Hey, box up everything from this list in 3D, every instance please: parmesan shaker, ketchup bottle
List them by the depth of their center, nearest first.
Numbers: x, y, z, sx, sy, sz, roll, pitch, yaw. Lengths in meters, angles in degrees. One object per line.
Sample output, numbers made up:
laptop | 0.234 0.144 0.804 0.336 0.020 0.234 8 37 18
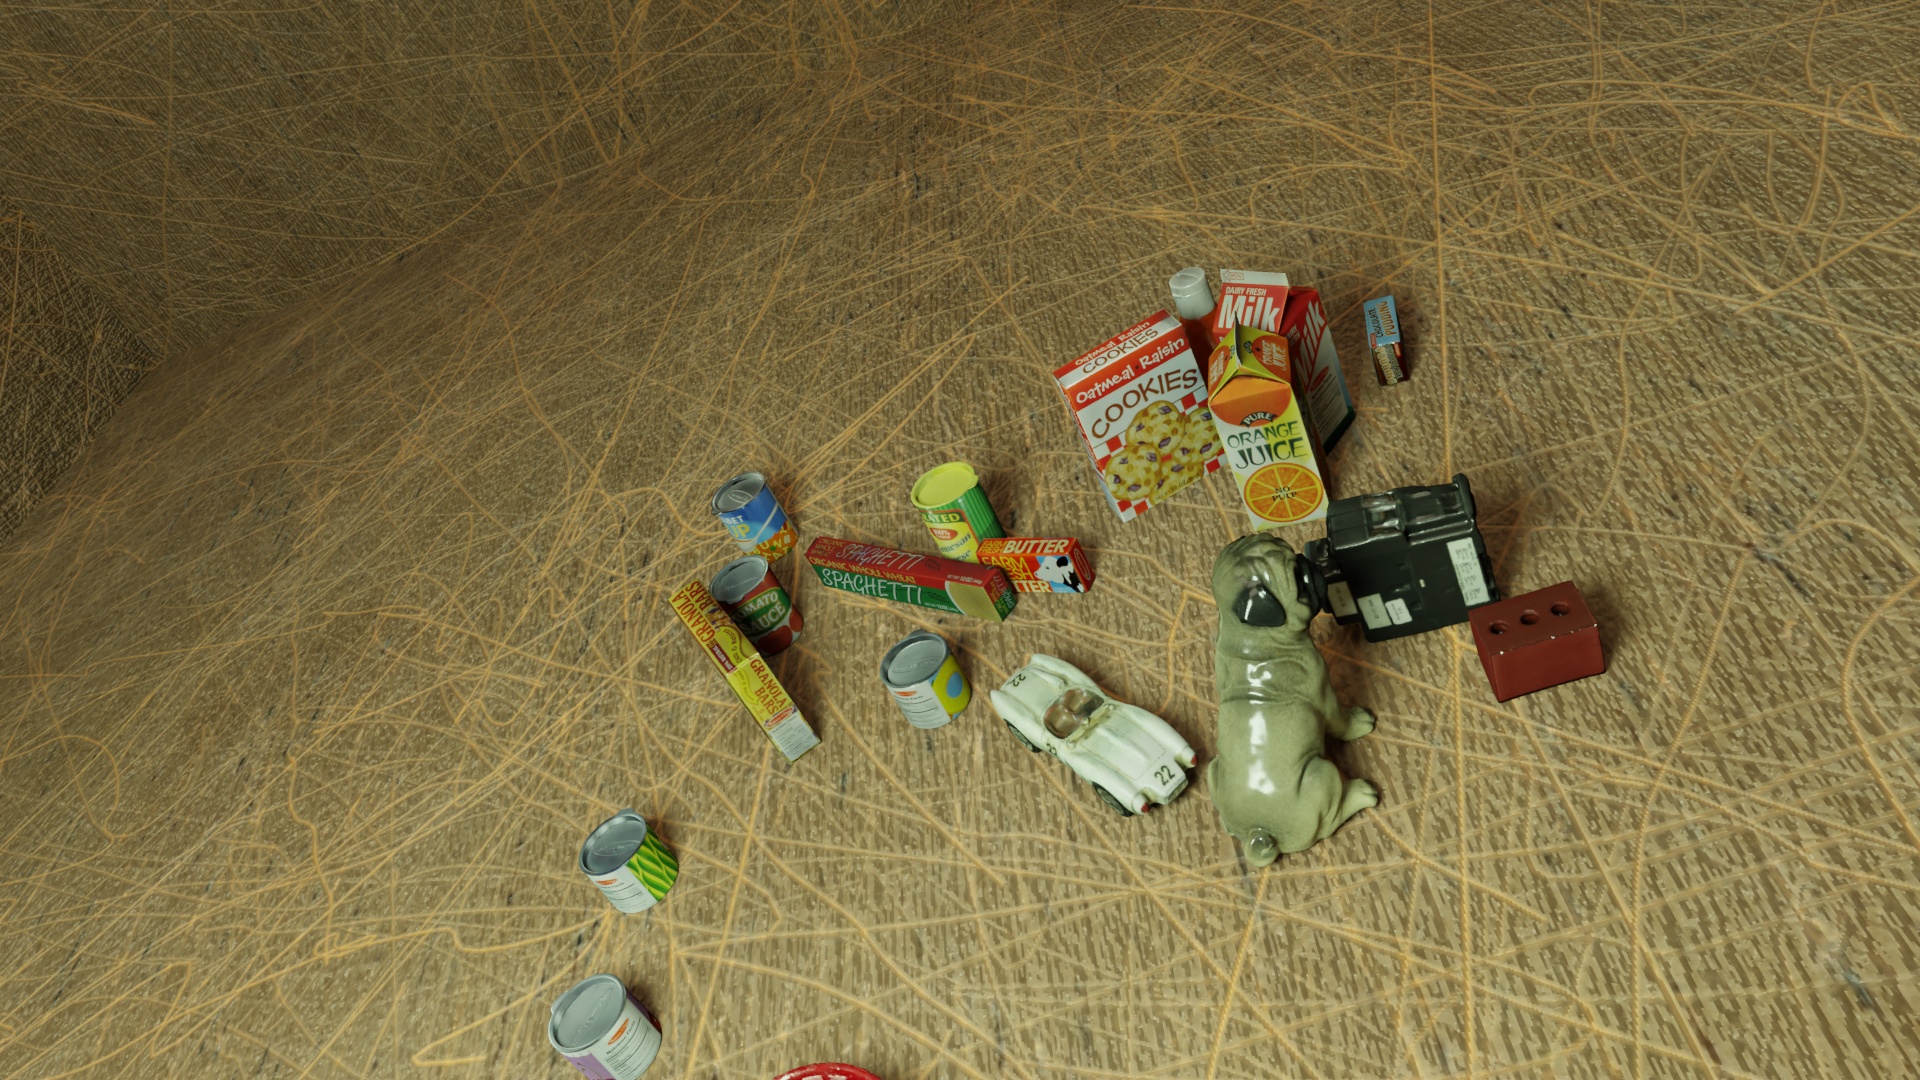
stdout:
parmesan shaker | 0.005 -0.017 1.350 0.071 0.102 0.072 -18 36 14
ketchup bottle | 0.246 -0.200 1.381 0.044 0.148 0.065 -41 37 -18

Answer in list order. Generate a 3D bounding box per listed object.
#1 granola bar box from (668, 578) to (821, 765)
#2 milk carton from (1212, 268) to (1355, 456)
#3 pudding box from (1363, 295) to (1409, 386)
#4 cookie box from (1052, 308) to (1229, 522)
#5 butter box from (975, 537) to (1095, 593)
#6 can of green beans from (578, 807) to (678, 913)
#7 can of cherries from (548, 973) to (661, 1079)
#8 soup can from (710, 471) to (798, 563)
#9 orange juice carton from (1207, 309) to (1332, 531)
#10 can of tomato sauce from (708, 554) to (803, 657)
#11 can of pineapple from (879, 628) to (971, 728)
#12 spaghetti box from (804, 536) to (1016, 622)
granola bar box | -0.204 0.121 1.296 0.039 0.123 0.166 -36 36 -12
milk carton | 0.293 -0.167 1.272 0.072 0.189 0.074 14 52 44
pudding box | 0.413 -0.194 1.348 0.030 0.049 0.084 -13 38 21
cookie box | 0.172 -0.116 1.308 0.123 0.166 0.040 -30 35 -3
butter box | 0.069 0.023 1.299 0.103 0.053 0.024 0 43 34
can of green beans | -0.288 0.280 1.207 0.071 0.057 0.071 -18 36 14
can of cherries | -0.275 0.378 1.073 0.071 0.058 0.072 -18 36 14
soup can | -0.228 -0.022 1.530 0.071 0.083 0.072 -18 36 14
orange juice carton | 0.265 -0.105 1.209 0.073 0.192 0.072 -13 38 21
can of tomato sauce | -0.205 0.068 1.401 0.071 0.082 0.071 -18 36 14
can of pineapple | -0.030 0.123 1.234 0.071 0.057 0.071 -18 36 14
spaghetti box | -0.055 0.036 1.369 0.250 0.050 0.029 9 49 41
